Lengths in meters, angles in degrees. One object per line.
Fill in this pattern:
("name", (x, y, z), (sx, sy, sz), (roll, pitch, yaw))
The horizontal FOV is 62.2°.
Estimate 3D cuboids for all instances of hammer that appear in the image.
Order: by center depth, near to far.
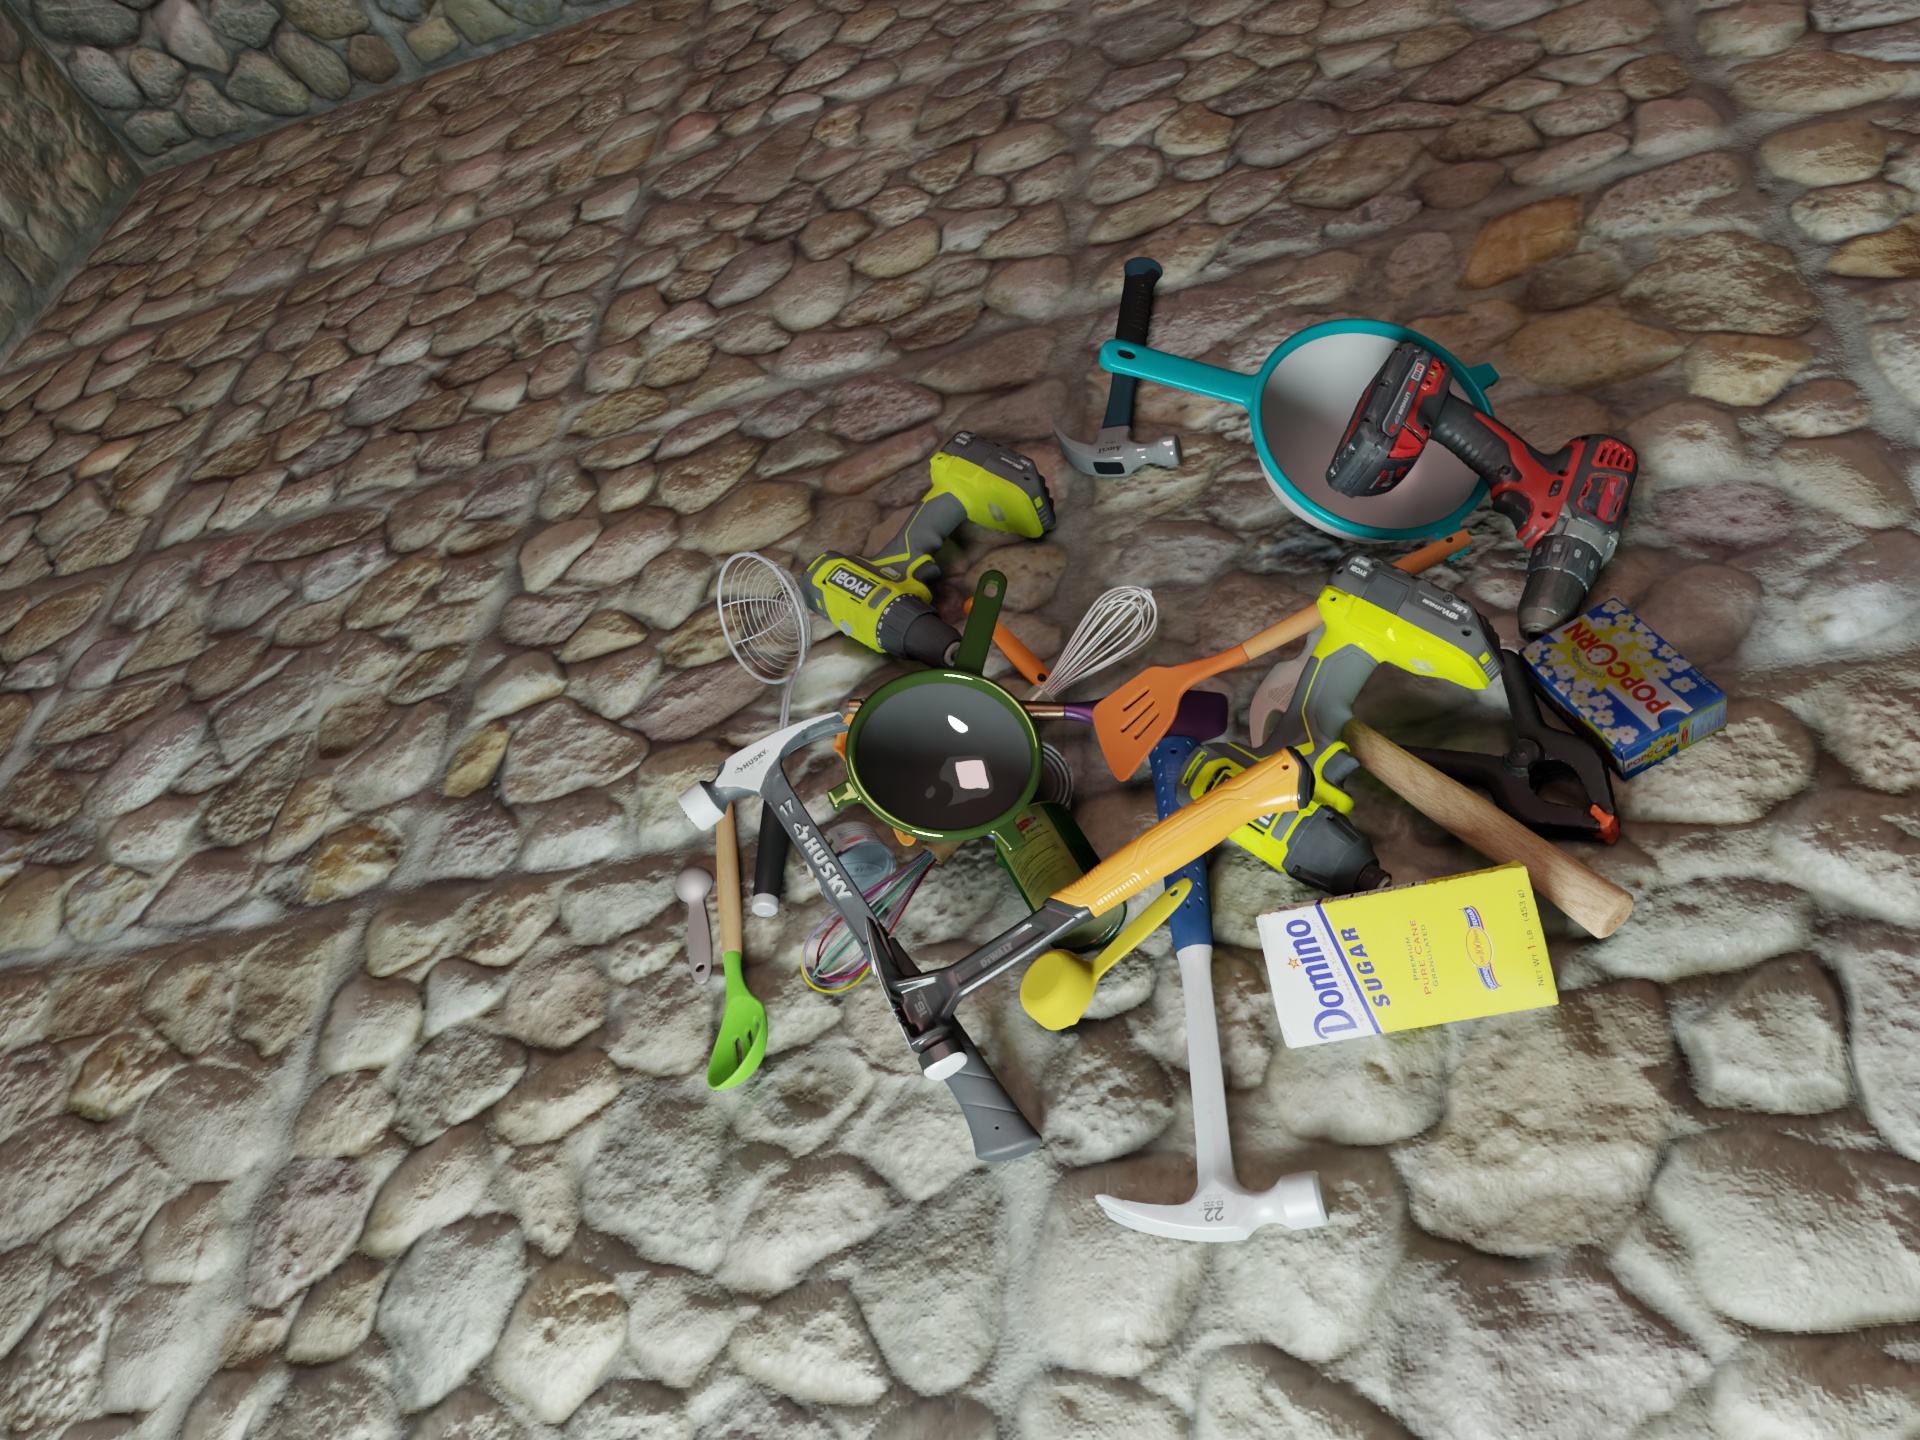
("hammer", (0.093, 0.113, 1.109), (0.337, 0.034, 0.127), (-32, 59, 6))
("hammer", (0.162, 0.174, 1.133), (0.144, 0.035, 0.406), (-13, 46, 15))
("hammer", (0.332, 0.051, 1.136), (0.130, 0.031, 0.332), (-51, 46, 3))
("hammer", (-0.063, 0.158, 1.194), (0.149, 0.036, 0.409), (-37, 58, -3))
("hammer", (0.172, -0.367, 1.625), (0.128, 0.033, 0.331), (-6, 48, 21))

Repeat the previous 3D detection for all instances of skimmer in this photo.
("skimmer", (-0.188, 0.007, 1.420), (0.127, 0.090, 0.364), (-51, 29, 45))

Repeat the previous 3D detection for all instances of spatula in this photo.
("spatula", (0.244, -0.060, 1.228), (0.322, 0.041, 0.081), (-28, 49, 12))
("spatula", (0.061, -0.006, 1.316), (0.316, 0.018, 0.060), (2, 53, 10))

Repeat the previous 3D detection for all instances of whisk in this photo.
("whisk", (-0.036, 0.126, 1.278), (0.047, 0.051, 0.245), (37, 67, 21))
("whisk", (0.077, -0.027, 1.354), (0.246, 0.059, 0.058), (-44, 73, -10))

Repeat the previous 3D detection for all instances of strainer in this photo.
("strainer", (-0.002, -0.004, 1.255), (0.151, 0.069, 0.257), (13, 57, 4))
("strainer", (0.276, -0.245, 1.349), (0.340, 0.095, 0.211), (16, 67, 2))

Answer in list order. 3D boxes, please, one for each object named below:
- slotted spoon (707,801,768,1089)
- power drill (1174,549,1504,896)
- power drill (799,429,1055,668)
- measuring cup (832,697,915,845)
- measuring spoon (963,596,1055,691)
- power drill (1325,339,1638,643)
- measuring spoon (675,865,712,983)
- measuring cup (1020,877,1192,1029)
("slotted spoon", (-0.188, 0.174, 1.311), (0.070, 0.031, 0.314), (-43, 36, 24))
("power drill", (0.278, 0.007, 1.131), (0.171, 0.080, 0.223), (34, 91, 37))
("power drill", (-0.017, -0.154, 1.494), (0.191, 0.080, 0.228), (30, 70, 37))
("measuring cup", (-0.049, 0.051, 1.340), (0.095, 0.052, 0.174), (-21, 46, 7))
("measuring spoon", (0.043, -0.068, 1.397), (0.021, 0.011, 0.117), (-36, 69, -16))
("power drill", (0.407, -0.176, 1.246), (0.226, 0.080, 0.188), (27, 68, 1))
("measuring spoon", (-0.224, 0.169, 1.341), (0.034, 0.018, 0.124), (-22, 45, 7))
("measuring cup", (0.102, 0.159, 1.139), (0.156, 0.029, 0.062), (-45, 28, 17))
